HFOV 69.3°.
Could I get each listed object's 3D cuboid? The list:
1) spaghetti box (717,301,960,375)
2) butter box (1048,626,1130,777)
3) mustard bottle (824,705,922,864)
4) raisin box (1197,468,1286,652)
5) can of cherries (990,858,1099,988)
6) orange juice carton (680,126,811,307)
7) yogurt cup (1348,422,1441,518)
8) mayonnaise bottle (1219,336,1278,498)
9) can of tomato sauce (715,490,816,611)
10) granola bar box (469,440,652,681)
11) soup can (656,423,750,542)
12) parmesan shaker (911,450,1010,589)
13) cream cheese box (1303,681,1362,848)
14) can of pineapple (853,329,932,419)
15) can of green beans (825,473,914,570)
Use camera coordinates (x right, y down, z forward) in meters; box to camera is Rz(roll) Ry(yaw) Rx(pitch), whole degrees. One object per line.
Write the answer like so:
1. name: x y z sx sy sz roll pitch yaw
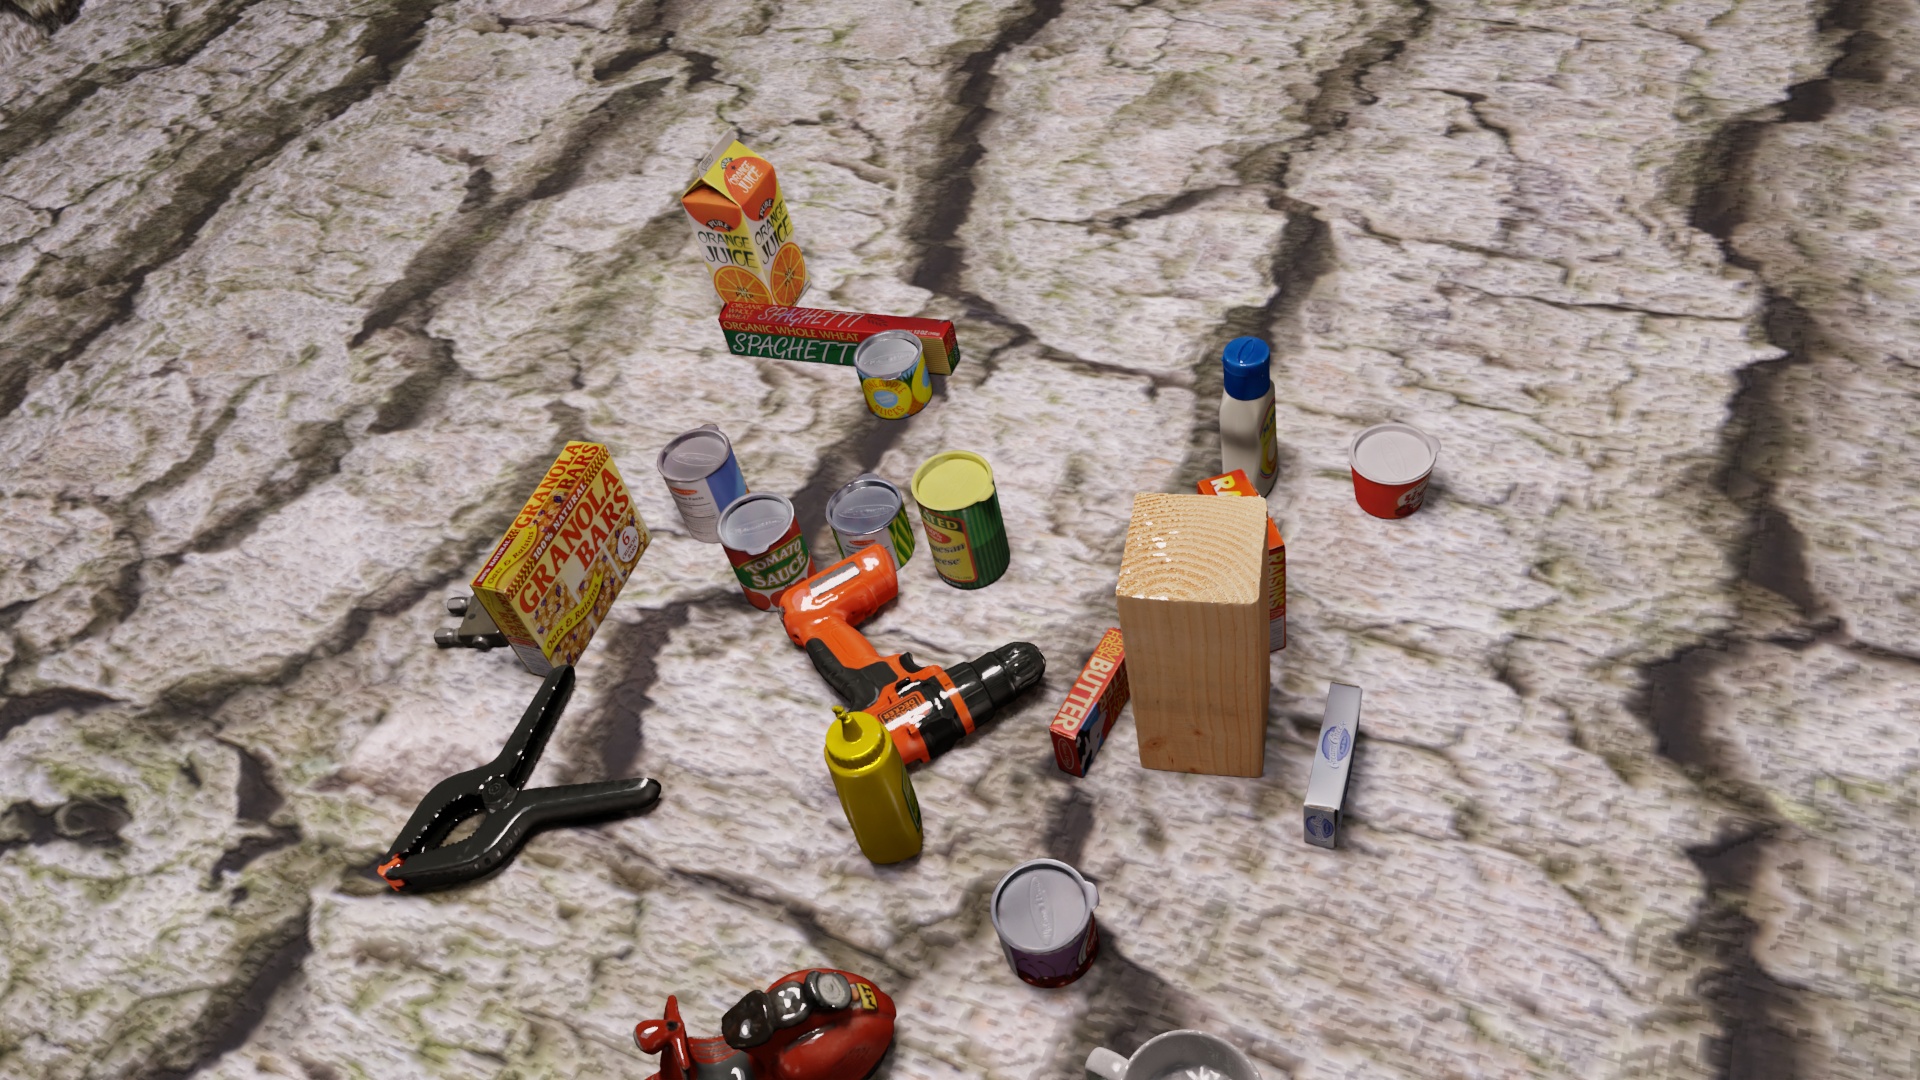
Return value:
1. spaghetti box: -0.123 -0.201 1.378 0.250 0.050 0.029 8 51 20
2. butter box: 0.101 0.119 1.035 0.024 0.053 0.104 18 55 27
3. mustard bottle: -0.063 0.163 0.961 0.049 0.159 0.065 -15 47 0
4. raisin box: 0.214 0.019 1.051 0.040 0.122 0.086 -17 47 -2
5. can of cherries: 0.059 0.254 0.919 0.071 0.058 0.072 -7 48 7
6. orange juice carton: -0.221 -0.318 1.410 0.073 0.191 0.072 12 53 23
7. yogurt cup: 0.351 -0.055 1.132 0.072 0.053 0.073 -7 48 7
8. mayonnaise bottle: 0.236 -0.099 1.136 0.041 0.147 0.065 15 54 25
9. can of tomato sauce: -0.162 0.011 1.173 0.071 0.082 0.071 -7 48 7
10. granola bar box: -0.335 0.016 1.181 0.039 0.123 0.166 8 51 20
11. soup can: -0.225 -0.051 1.243 0.071 0.083 0.072 -7 48 7
12. parmesan shaker: 0.004 -0.014 1.144 0.071 0.102 0.072 -7 48 8
13. cream cheese box: 0.259 0.156 0.965 0.024 0.053 0.104 8 51 20
14. can of pineapple: -0.064 -0.156 1.318 0.071 0.057 0.071 -7 48 7
15. can of green beans: -0.076 -0.011 1.190 0.071 0.057 0.071 -7 48 7
